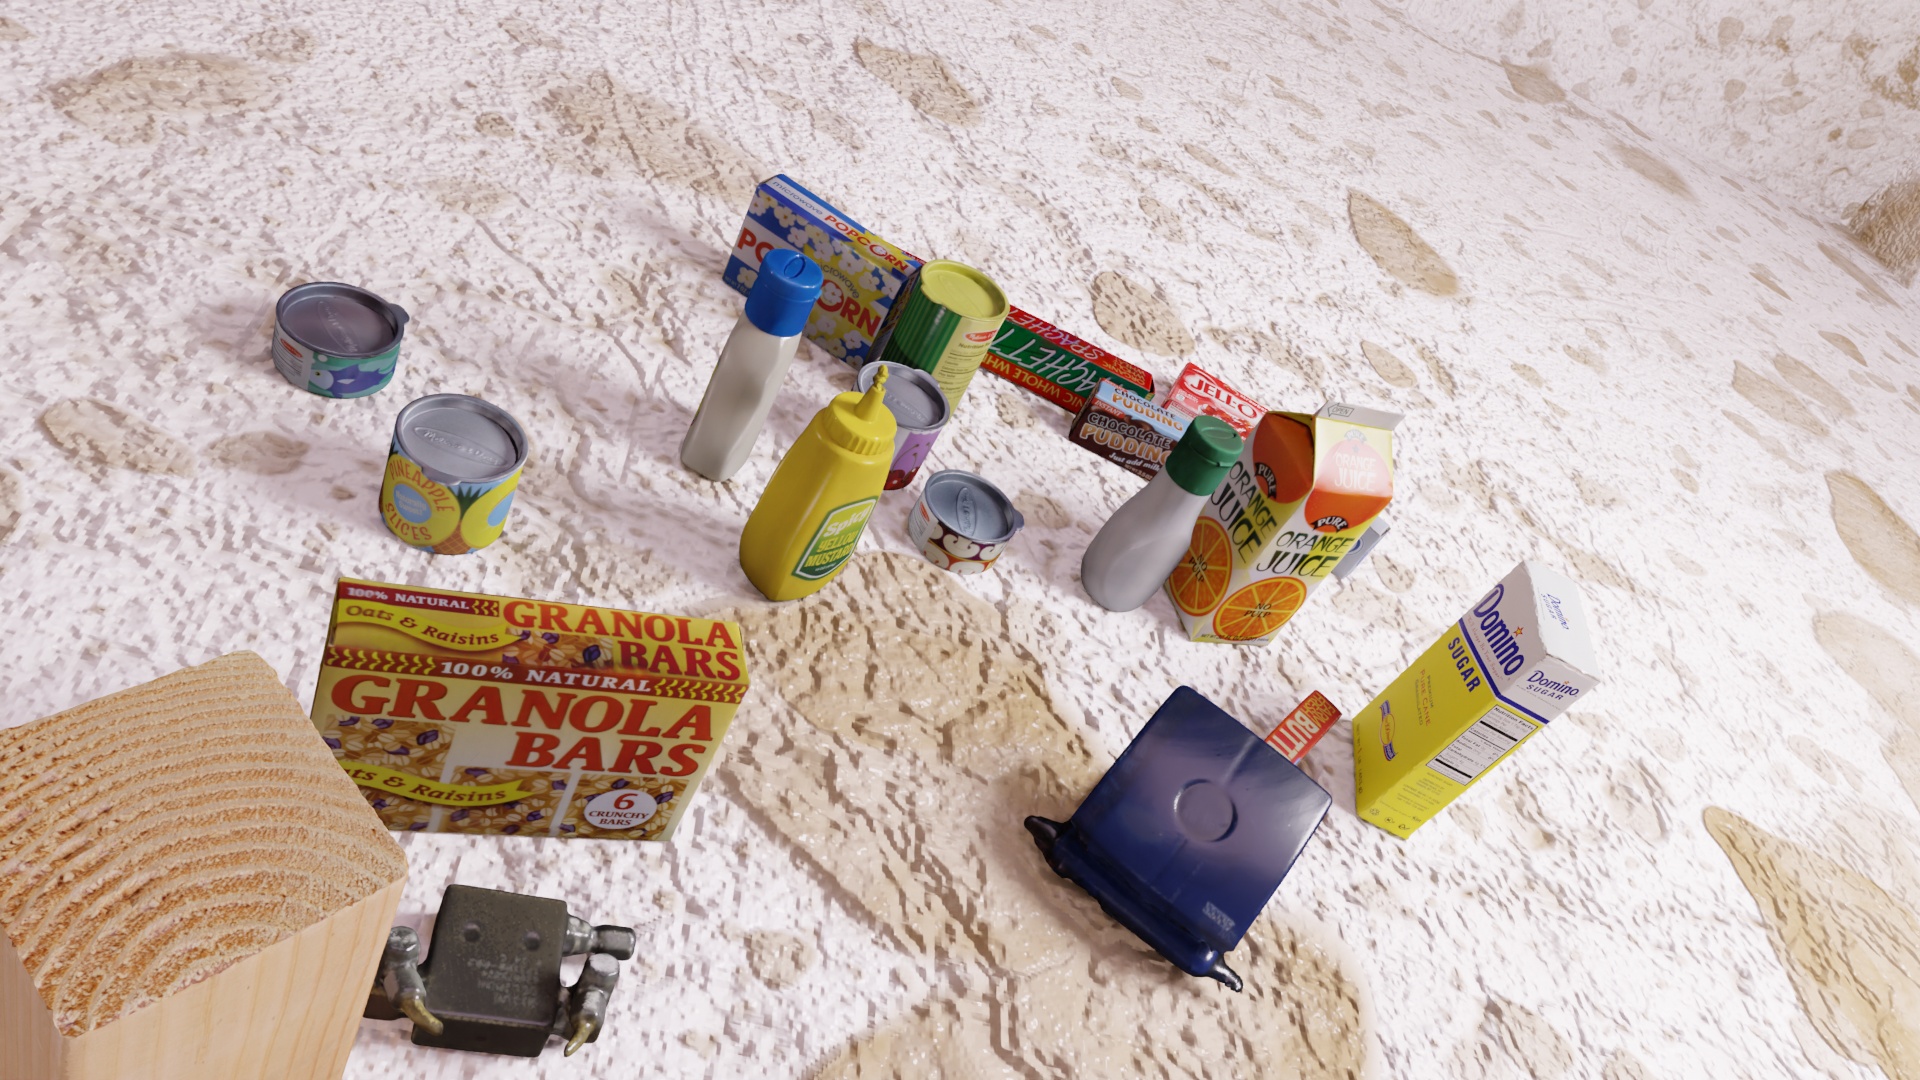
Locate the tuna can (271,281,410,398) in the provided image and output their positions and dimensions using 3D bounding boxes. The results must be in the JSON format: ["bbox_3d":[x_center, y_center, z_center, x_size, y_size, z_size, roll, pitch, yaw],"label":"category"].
[{"bbox_3d":[-0.349,-0.113,0.784,0.071,0.032,0.071,18,39,-16],"label":"tuna can"}]

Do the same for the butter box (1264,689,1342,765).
[{"bbox_3d":[0.193,0.134,0.852,0.024,0.052,0.104,43,39,16],"label":"butter box"}]

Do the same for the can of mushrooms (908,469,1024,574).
[{"bbox_3d":[0.003,-0.011,0.904,0.071,0.033,0.071,18,39,-16],"label":"can of mushrooms"}]

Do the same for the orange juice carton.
[{"bbox_3d":[0.215,-0.018,0.923,0.072,0.191,0.073,6,44,-29],"label":"orange juice carton"}]

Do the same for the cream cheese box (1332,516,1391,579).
[{"bbox_3d":[0.277,-0.023,1.084,0.104,0.053,0.024,43,39,16],"label":"cream cheese box"}]

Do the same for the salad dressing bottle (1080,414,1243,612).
[{"bbox_3d":[0.131,-0.016,0.901,0.064,0.146,0.044,2,46,-33],"label":"salad dressing bottle"}]

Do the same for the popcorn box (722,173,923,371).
[{"bbox_3d":[-0.100,-0.192,0.995,0.127,0.084,0.038,34,37,4],"label":"popcorn box"}]

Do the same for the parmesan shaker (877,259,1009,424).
[{"bbox_3d":[-0.019,-0.136,0.972,0.071,0.102,0.072,19,39,-16],"label":"parmesan shaker"}]

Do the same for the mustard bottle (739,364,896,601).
[{"bbox_3d":[-0.073,-0.034,0.775,0.065,0.159,0.049,-20,60,-46],"label":"mustard bottle"}]

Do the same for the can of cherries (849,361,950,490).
[{"bbox_3d":[-0.047,-0.076,0.923,0.071,0.058,0.072,18,39,-16],"label":"can of cherries"}]

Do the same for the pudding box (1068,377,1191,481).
[{"bbox_3d":[0.131,-0.083,1.056,0.084,0.049,0.030,27,38,-5],"label":"pudding box"}]

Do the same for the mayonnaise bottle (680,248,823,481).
[{"bbox_3d":[-0.124,-0.106,0.831,0.041,0.147,0.065,27,38,-5],"label":"mayonnaise bottle"}]

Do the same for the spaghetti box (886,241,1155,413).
[{"bbox_3d":[0.030,-0.156,1.071,0.250,0.050,0.029,25,38,-7],"label":"spaghetti box"}]

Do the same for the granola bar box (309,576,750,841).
[{"bbox_3d":[-0.191,0.078,0.601,0.166,0.123,0.039,9,43,-26],"label":"granola bar box"}]

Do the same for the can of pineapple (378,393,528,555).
[{"bbox_3d":[-0.268,-0.034,0.729,0.071,0.057,0.071,18,39,-16],"label":"can of pineapple"}]
